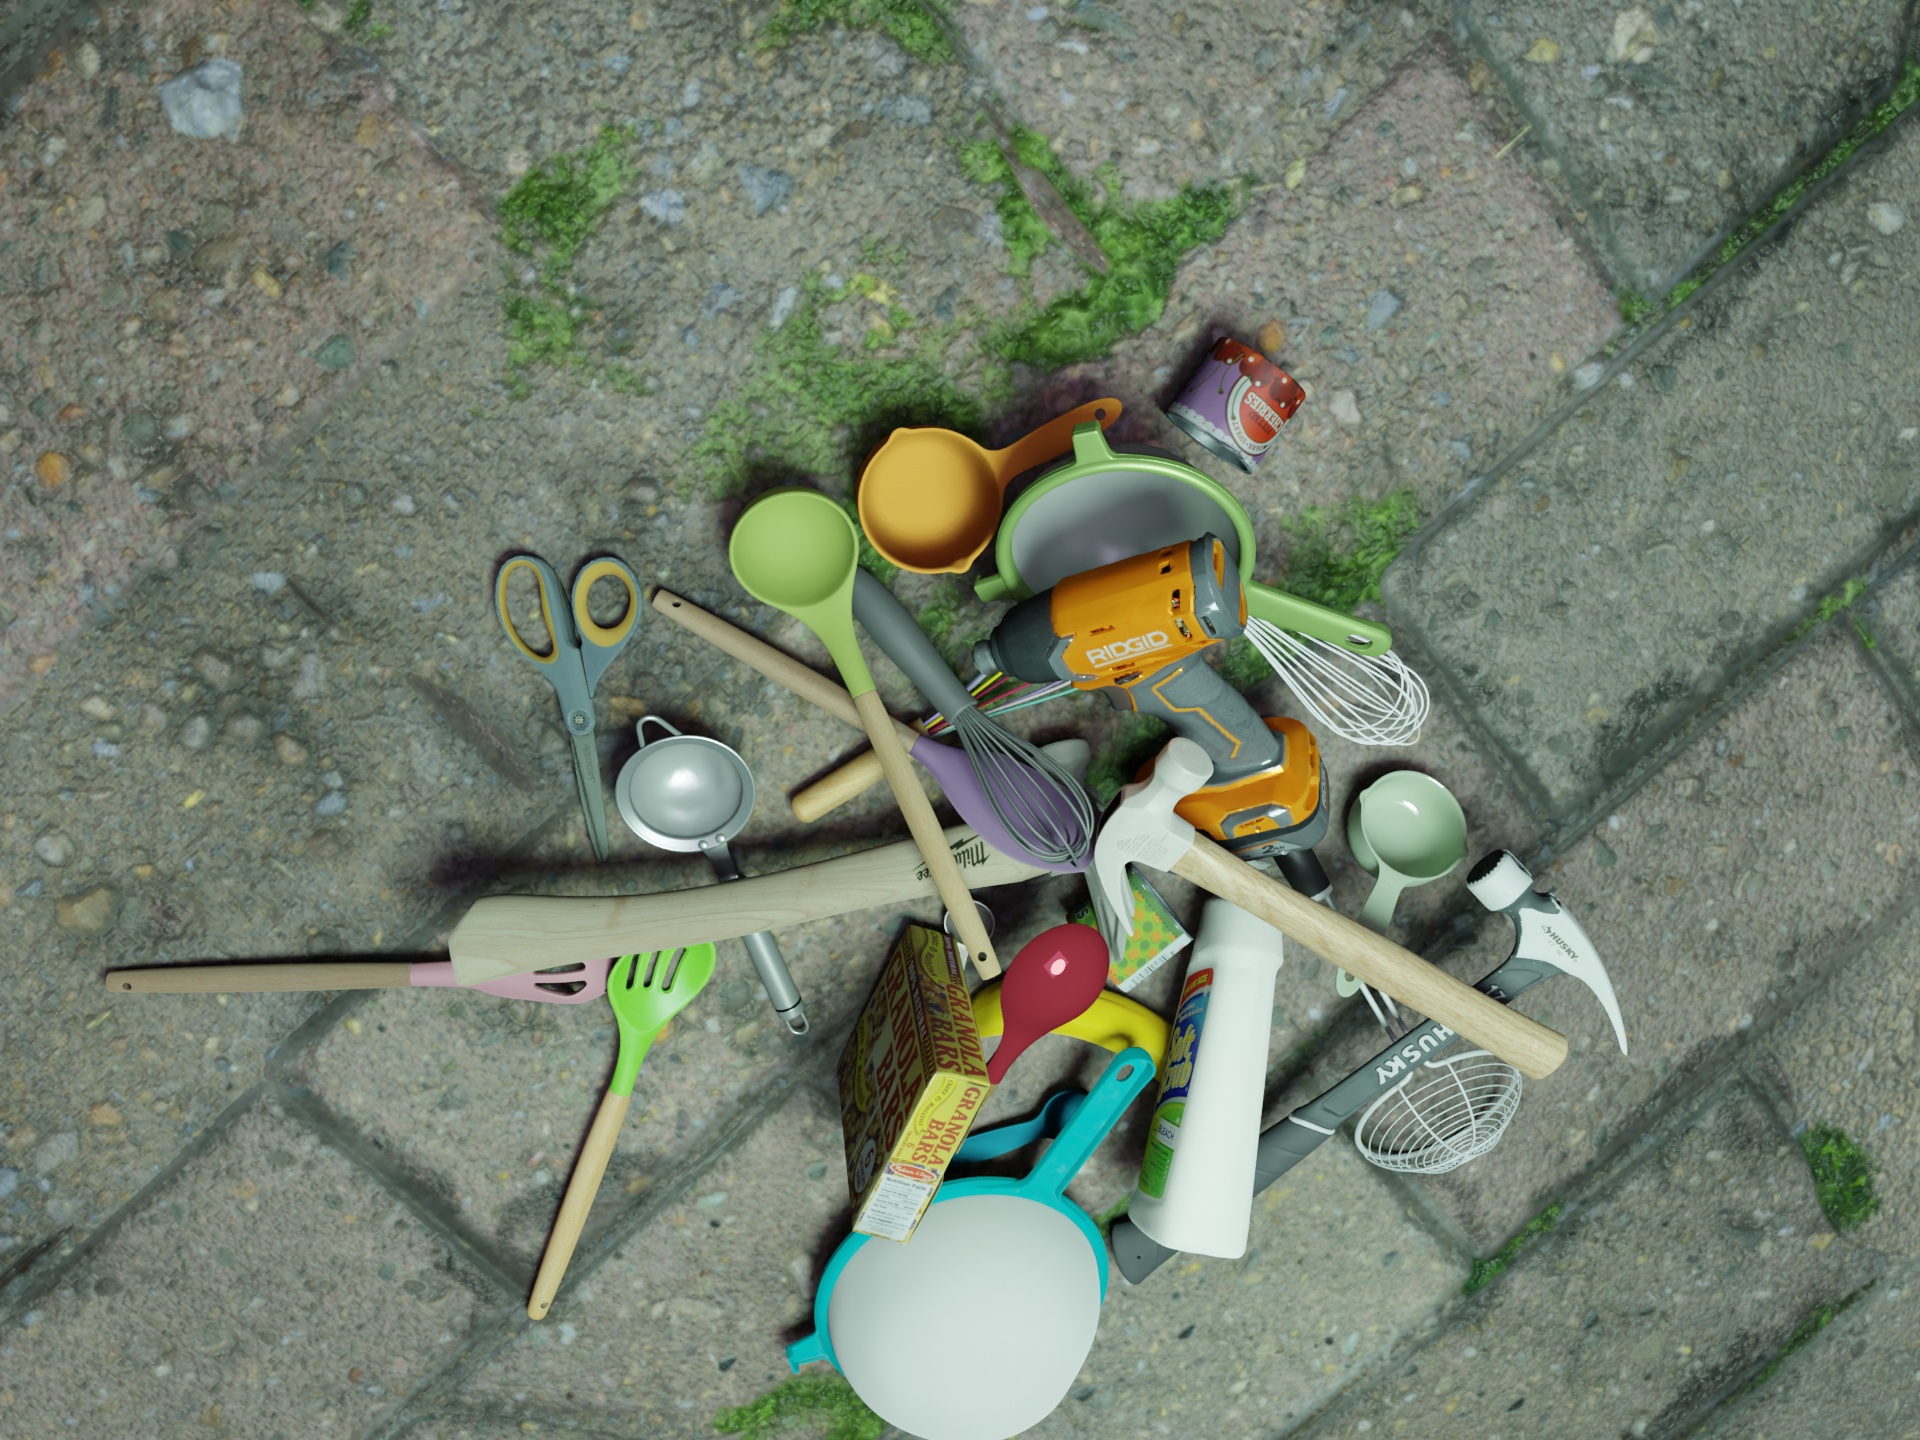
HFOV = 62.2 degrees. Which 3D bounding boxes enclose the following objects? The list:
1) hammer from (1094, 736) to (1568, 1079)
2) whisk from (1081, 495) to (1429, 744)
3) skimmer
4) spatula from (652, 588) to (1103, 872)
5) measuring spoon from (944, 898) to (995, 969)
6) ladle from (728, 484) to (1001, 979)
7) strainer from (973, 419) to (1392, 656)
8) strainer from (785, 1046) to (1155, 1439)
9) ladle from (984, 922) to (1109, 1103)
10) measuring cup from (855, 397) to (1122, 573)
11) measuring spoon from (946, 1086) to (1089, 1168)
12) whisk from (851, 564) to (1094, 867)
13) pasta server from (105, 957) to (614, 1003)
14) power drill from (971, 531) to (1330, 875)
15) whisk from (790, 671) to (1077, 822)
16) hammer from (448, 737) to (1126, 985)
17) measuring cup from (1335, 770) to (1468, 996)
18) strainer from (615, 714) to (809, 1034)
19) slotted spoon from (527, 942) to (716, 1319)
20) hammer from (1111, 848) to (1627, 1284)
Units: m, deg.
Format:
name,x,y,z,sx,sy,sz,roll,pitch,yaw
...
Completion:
name,x,y,z,sx,sy,sz,roll,pitch,yaw
hammer,0.228,0.134,0.973,0.331,0.031,0.130,30,127,-10
whisk,0.187,-0.069,1.023,0.284,0.070,0.070,33,98,-11
skimmer,0.272,0.165,1.111,0.127,0.090,0.363,-30,97,6
spatula,-0.052,0.004,0.988,0.316,0.018,0.060,30,67,-2
measuring spoon,-0.008,0.173,1.080,0.034,0.018,0.124,20,108,-1
ladle,-0.049,0.008,0.950,0.078,0.062,0.320,-25,87,7
strainer,0.146,-0.102,0.957,0.256,0.069,0.151,17,139,-16
strainer,0.042,0.370,1.064,0.210,0.095,0.340,24,110,-22
ladle,0.006,0.245,1.034,0.069,0.031,0.315,15,127,-25
measuring cup,0.016,-0.156,0.975,0.173,0.052,0.095,-27,107,-3
measuring spoon,0.037,0.287,1.117,0.128,0.021,0.042,-20,107,6
whisk,-0.001,-0.006,0.971,0.055,0.055,0.239,-40,79,3
pasta server,-0.374,0.159,1.012,0.316,0.040,0.060,-1,105,-5
power drill,0.118,-0.004,0.965,0.164,0.084,0.226,-15,132,25
whisk,-0.001,-0.002,1.020,0.245,0.047,0.051,-32,95,5
hammer,-0.098,0.116,0.977,0.410,0.038,0.146,-10,76,-14
measuring cup,0.278,0.112,1.057,0.083,0.038,0.168,29,69,0
strainer,-0.150,0.100,1.023,0.087,0.050,0.258,-19,113,3
slotted spoon,-0.237,0.268,1.059,0.070,0.031,0.313,12,106,-36
hammer,0.257,0.264,1.076,0.149,0.036,0.409,46,111,-2
